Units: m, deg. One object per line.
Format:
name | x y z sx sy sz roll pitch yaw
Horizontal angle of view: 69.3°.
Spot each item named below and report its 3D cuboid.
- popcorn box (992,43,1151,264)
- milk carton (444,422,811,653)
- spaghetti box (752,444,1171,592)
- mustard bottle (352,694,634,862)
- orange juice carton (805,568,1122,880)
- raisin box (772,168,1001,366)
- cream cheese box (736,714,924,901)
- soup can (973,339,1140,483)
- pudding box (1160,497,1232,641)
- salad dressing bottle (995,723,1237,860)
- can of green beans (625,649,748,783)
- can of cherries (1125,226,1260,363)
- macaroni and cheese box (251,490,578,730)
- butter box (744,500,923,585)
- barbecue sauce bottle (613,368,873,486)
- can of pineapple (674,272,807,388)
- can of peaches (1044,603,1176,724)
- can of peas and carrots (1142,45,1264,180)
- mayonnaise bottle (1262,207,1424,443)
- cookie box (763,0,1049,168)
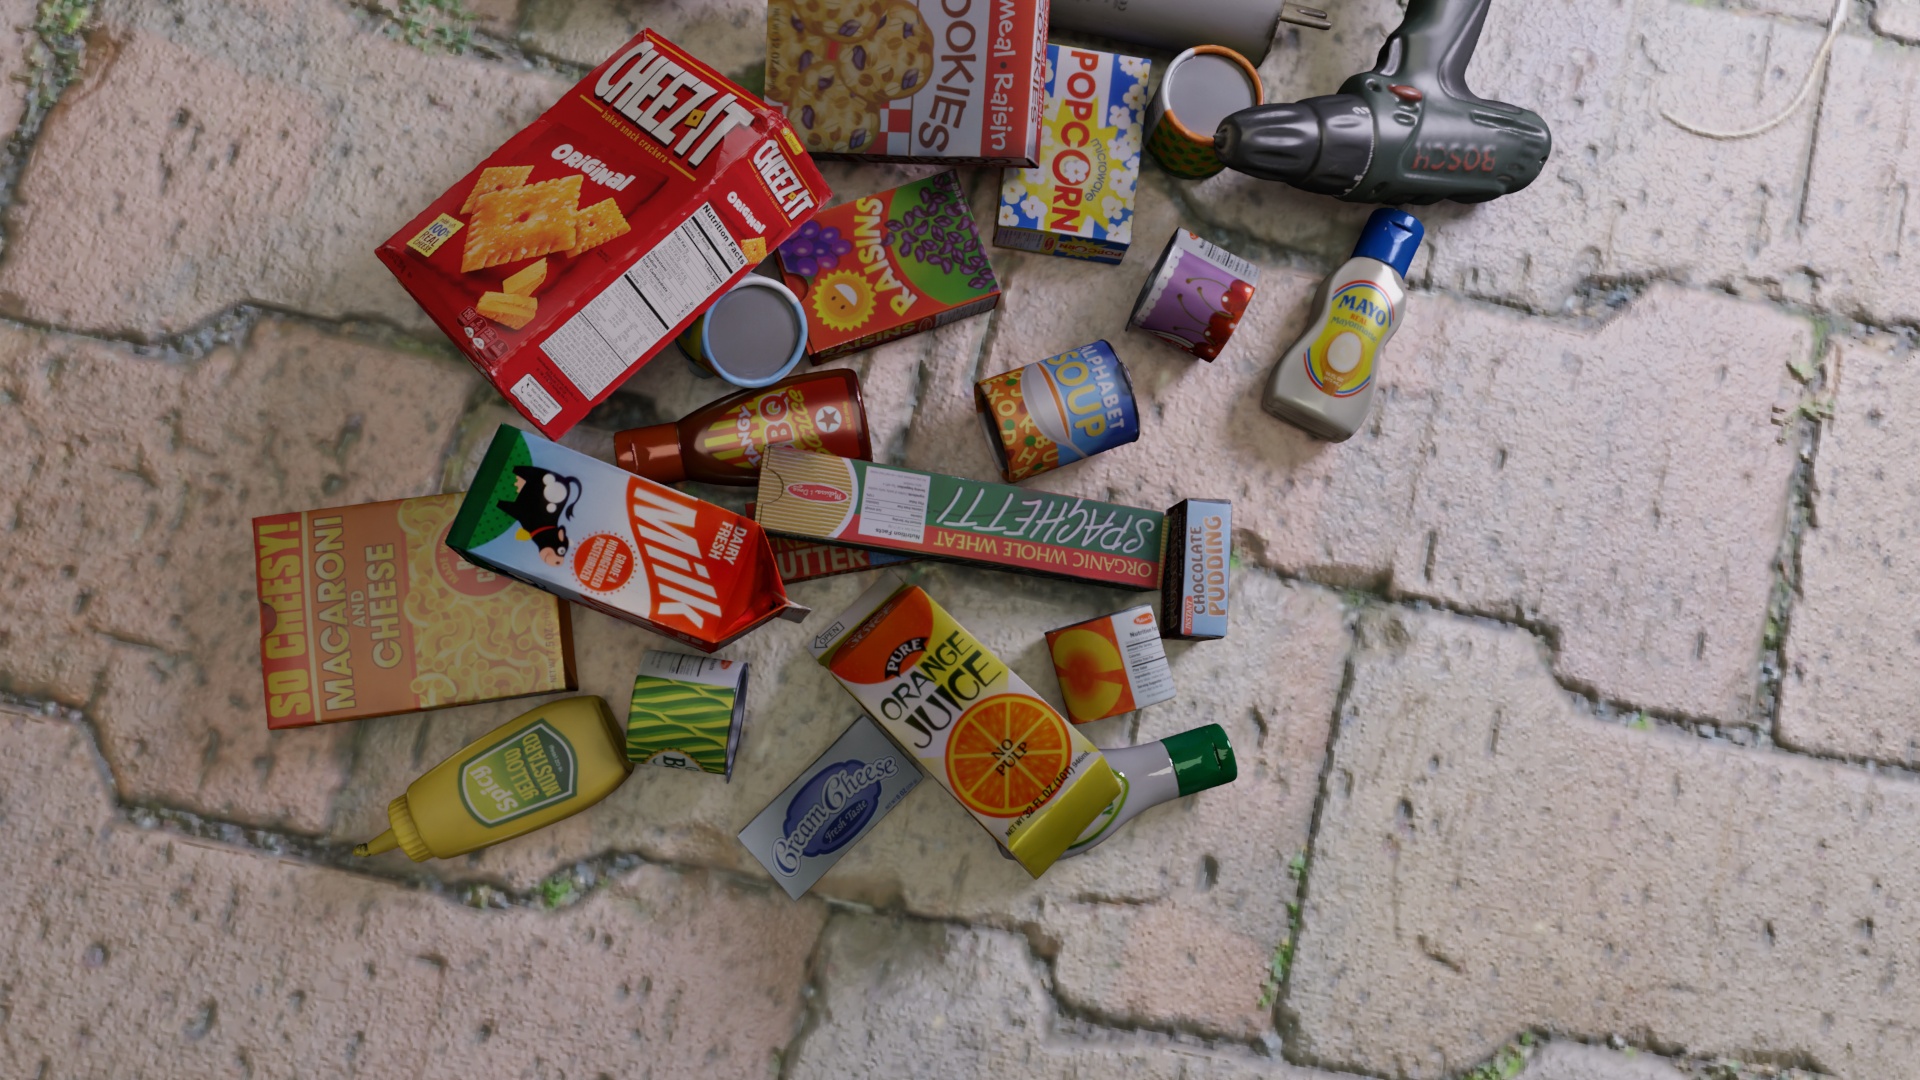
popcorn box | 0.070 -0.246 0.879 0.085 0.038 0.127 8 82 -4
milk carton | -0.176 0.009 0.773 0.190 0.072 0.073 22 77 -8
spaghetti box | 0.003 -0.010 0.825 0.250 0.028 0.050 9 81 -14
mustard bottle | -0.270 0.145 0.791 0.160 0.048 0.065 -26 84 -8
orange juice carton | -0.004 0.095 0.788 0.072 0.072 0.193 -44 61 -8
raisin box | -0.048 -0.167 0.858 0.123 0.040 0.086 -19 85 -6
cream cheese box | -0.077 0.157 0.818 0.104 0.024 0.053 -44 87 -9
soup can | 0.058 -0.078 0.838 0.084 0.071 0.071 -19 84 -7
pudding box | 0.143 0.018 0.843 0.030 0.049 0.084 5 83 -6
salad dressing bottle | 0.089 0.146 0.823 0.148 0.044 0.064 -16 83 -7
can of green beans | -0.156 0.099 0.798 0.058 0.071 0.071 8 82 -3
can of cherries | 0.143 -0.149 0.860 0.058 0.071 0.071 27 81 -2
macaroni and cheese box | -0.315 0.037 0.806 0.167 0.040 0.124 -7 82 -6
butter box | -0.076 -0.005 0.841 0.103 0.024 0.053 -10 83 -6
barbecue sauce bottle | -0.130 -0.061 0.834 0.149 0.043 0.065 -11 90 -6
can of pineapple | -0.131 -0.125 0.824 0.071 0.058 0.070 -9 109 -26
can of peaches | 0.087 0.074 0.824 0.071 0.071 0.058 -15 84 -7
can of peas and carrots | 0.155 -0.270 0.880 0.071 0.058 0.071 1 83 -4
mayonnaise bottle | 0.247 -0.139 0.878 0.065 0.041 0.148 26 81 1
cookie box | -0.033 -0.293 0.842 0.167 0.040 0.122 5 97 12
